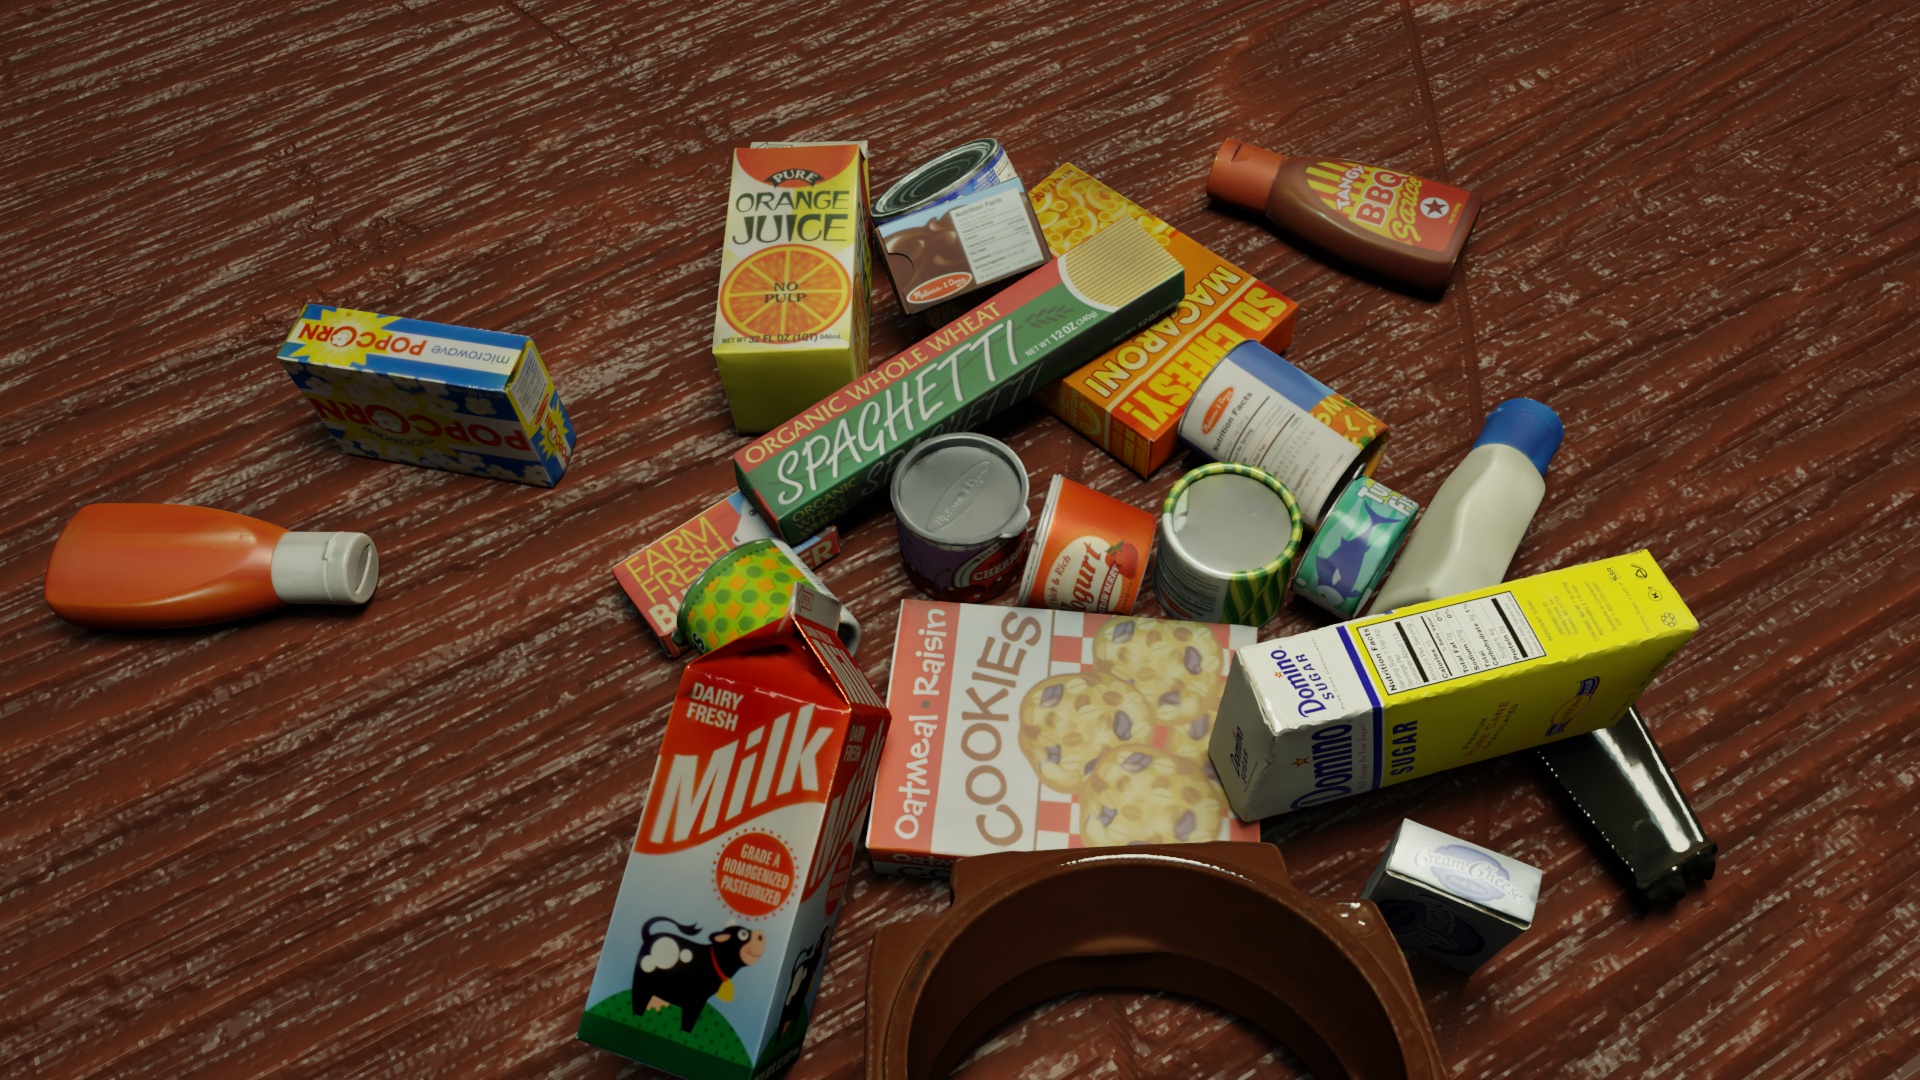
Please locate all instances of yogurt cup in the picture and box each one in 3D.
[{"bbox_3d":[0.061,0.007,0.669,0.054,0.072,0.073,16,60,3],"label":"yogurt cup"}]

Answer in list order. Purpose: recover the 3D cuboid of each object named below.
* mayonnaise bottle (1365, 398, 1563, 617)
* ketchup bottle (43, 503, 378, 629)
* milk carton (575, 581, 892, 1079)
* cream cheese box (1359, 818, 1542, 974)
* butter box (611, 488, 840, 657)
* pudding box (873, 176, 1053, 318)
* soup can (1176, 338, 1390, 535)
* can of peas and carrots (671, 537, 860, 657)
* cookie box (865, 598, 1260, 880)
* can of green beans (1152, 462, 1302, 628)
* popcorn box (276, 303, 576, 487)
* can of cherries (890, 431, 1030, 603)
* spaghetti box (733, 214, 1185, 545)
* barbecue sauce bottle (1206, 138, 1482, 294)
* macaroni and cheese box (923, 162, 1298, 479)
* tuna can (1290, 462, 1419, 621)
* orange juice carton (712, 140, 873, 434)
[{"bbox_3d":[0.249,-0.009,0.672,0.041,0.064,0.149,39,61,1],"label":"mayonnaise bottle"},{"bbox_3d":[-0.373,0.013,0.698,0.149,0.043,0.065,1,59,3],"label":"ketchup bottle"},{"bbox_3d":[-0.082,0.113,0.563,0.073,0.072,0.190,14,82,12],"label":"milk carton"},{"bbox_3d":[0.190,0.143,0.551,0.053,0.103,0.024,20,68,17],"label":"cream cheese box"},{"bbox_3d":[-0.117,0.010,0.698,0.104,0.024,0.053,-33,61,-18],"label":"butter box"},{"bbox_3d":[0.000,-0.155,0.734,0.084,0.030,0.049,-22,95,-6],"label":"pudding box"},{"bbox_3d":[0.164,-0.052,0.701,0.084,0.071,0.071,38,67,23],"label":"soup can"},{"bbox_3d":[-0.091,0.043,0.652,0.071,0.070,0.059,-37,64,-19],"label":"can of peas and carrots"},{"bbox_3d":[0.048,0.094,0.628,0.167,0.040,0.123,4,58,4],"label":"cookie box"},{"bbox_3d":[0.128,0.004,0.669,0.071,0.057,0.071,-1,58,2],"label":"can of green beans"},{"bbox_3d":[-0.274,-0.074,0.724,0.127,0.084,0.038,10,60,8],"label":"popcorn box"},{"bbox_3d":[0.002,-0.009,0.684,0.071,0.058,0.072,-1,57,2],"label":"can of cherries"},{"bbox_3d":[0.002,-0.083,0.707,0.250,0.028,0.050,-33,61,-11],"label":"spaghetti box"},{"bbox_3d":[0.217,-0.192,0.798,0.149,0.043,0.065,23,63,17],"label":"barbecue sauce bottle"},{"bbox_3d":[0.080,-0.125,0.765,0.167,0.040,0.124,39,68,24],"label":"macaroni and cheese box"},{"bbox_3d":[0.189,0.001,0.662,0.033,0.070,0.071,31,64,18],"label":"tuna can"},{"bbox_3d":[-0.089,-0.156,0.774,0.072,0.072,0.193,-2,57,2],"label":"orange juice carton"}]
